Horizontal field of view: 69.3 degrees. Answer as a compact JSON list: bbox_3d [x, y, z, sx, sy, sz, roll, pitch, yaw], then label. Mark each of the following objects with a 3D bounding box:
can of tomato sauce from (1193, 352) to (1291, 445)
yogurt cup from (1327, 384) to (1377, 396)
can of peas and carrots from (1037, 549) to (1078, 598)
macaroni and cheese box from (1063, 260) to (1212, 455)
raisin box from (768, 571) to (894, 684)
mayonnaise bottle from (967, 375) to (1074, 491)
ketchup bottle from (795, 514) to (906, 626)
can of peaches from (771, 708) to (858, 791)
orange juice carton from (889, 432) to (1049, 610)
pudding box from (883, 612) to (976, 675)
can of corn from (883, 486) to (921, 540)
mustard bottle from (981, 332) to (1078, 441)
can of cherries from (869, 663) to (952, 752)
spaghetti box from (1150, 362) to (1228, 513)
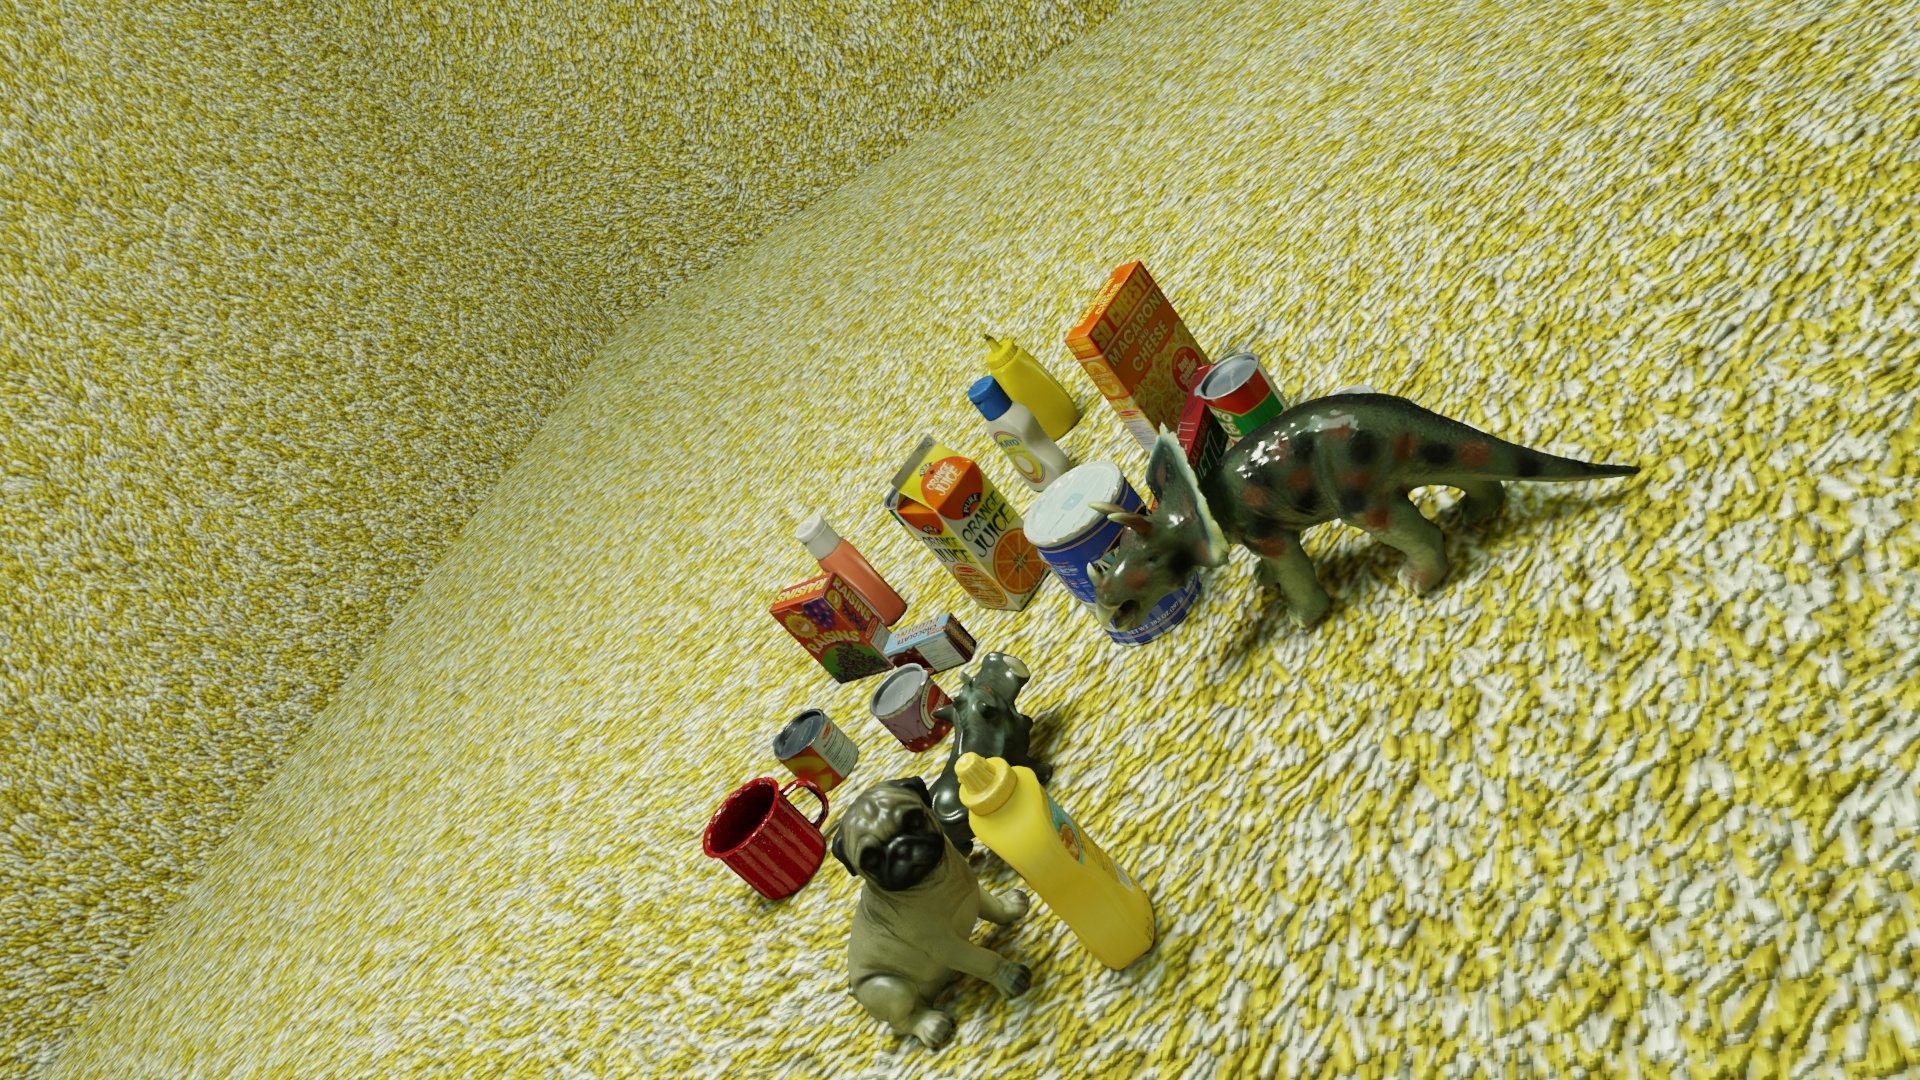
[{"bbox_3d":[0.280,-0.130,1.354,0.071,0.083,0.071,-32,27,18],"label":"can of tomato sauce"},{"bbox_3d":[0.351,-0.098,1.240,0.072,0.054,0.073,-31,27,18],"label":"yogurt cup"},{"bbox_3d":[0.121,0.013,1.369,0.071,0.058,0.071,-32,27,18],"label":"can of peas and carrots"},{"bbox_3d":[0.194,-0.192,1.474,0.040,0.166,0.124,-6,42,51],"label":"macaroni and cheese box"},{"bbox_3d":[-0.135,0.096,1.507,0.086,0.123,0.040,-19,33,38],"label":"raisin box"},{"bbox_3d":[0.064,-0.119,1.554,0.064,0.147,0.041,-6,42,50],"label":"mayonnaise bottle"},{"bbox_3d":[-0.125,0.033,1.566,0.044,0.148,0.065,-49,26,-17],"label":"ketchup bottle"},{"bbox_3d":[-0.148,0.214,1.412,0.071,0.058,0.071,-32,27,18],"label":"can of peaches"},{"bbox_3d":[0.005,-0.018,1.420,0.073,0.192,0.072,-1,46,54],"label":"orange juice carton"},{"bbox_3d":[-0.032,0.110,1.431,0.083,0.049,0.030,-23,30,32],"label":"pudding box"},{"bbox_3d":[-0.050,-0.043,1.691,0.071,0.058,0.071,-32,27,18],"label":"can of corn"},{"bbox_3d":[0.074,-0.189,1.637,0.065,0.160,0.049,-41,25,0],"label":"mustard bottle"},{"bbox_3d":[-0.044,0.163,1.352,0.071,0.058,0.072,-32,27,18],"label":"can of cherries"},{"bbox_3d":[0.233,-0.082,1.379,0.028,0.050,0.251,-20,32,37],"label":"spaghetti box"}]
